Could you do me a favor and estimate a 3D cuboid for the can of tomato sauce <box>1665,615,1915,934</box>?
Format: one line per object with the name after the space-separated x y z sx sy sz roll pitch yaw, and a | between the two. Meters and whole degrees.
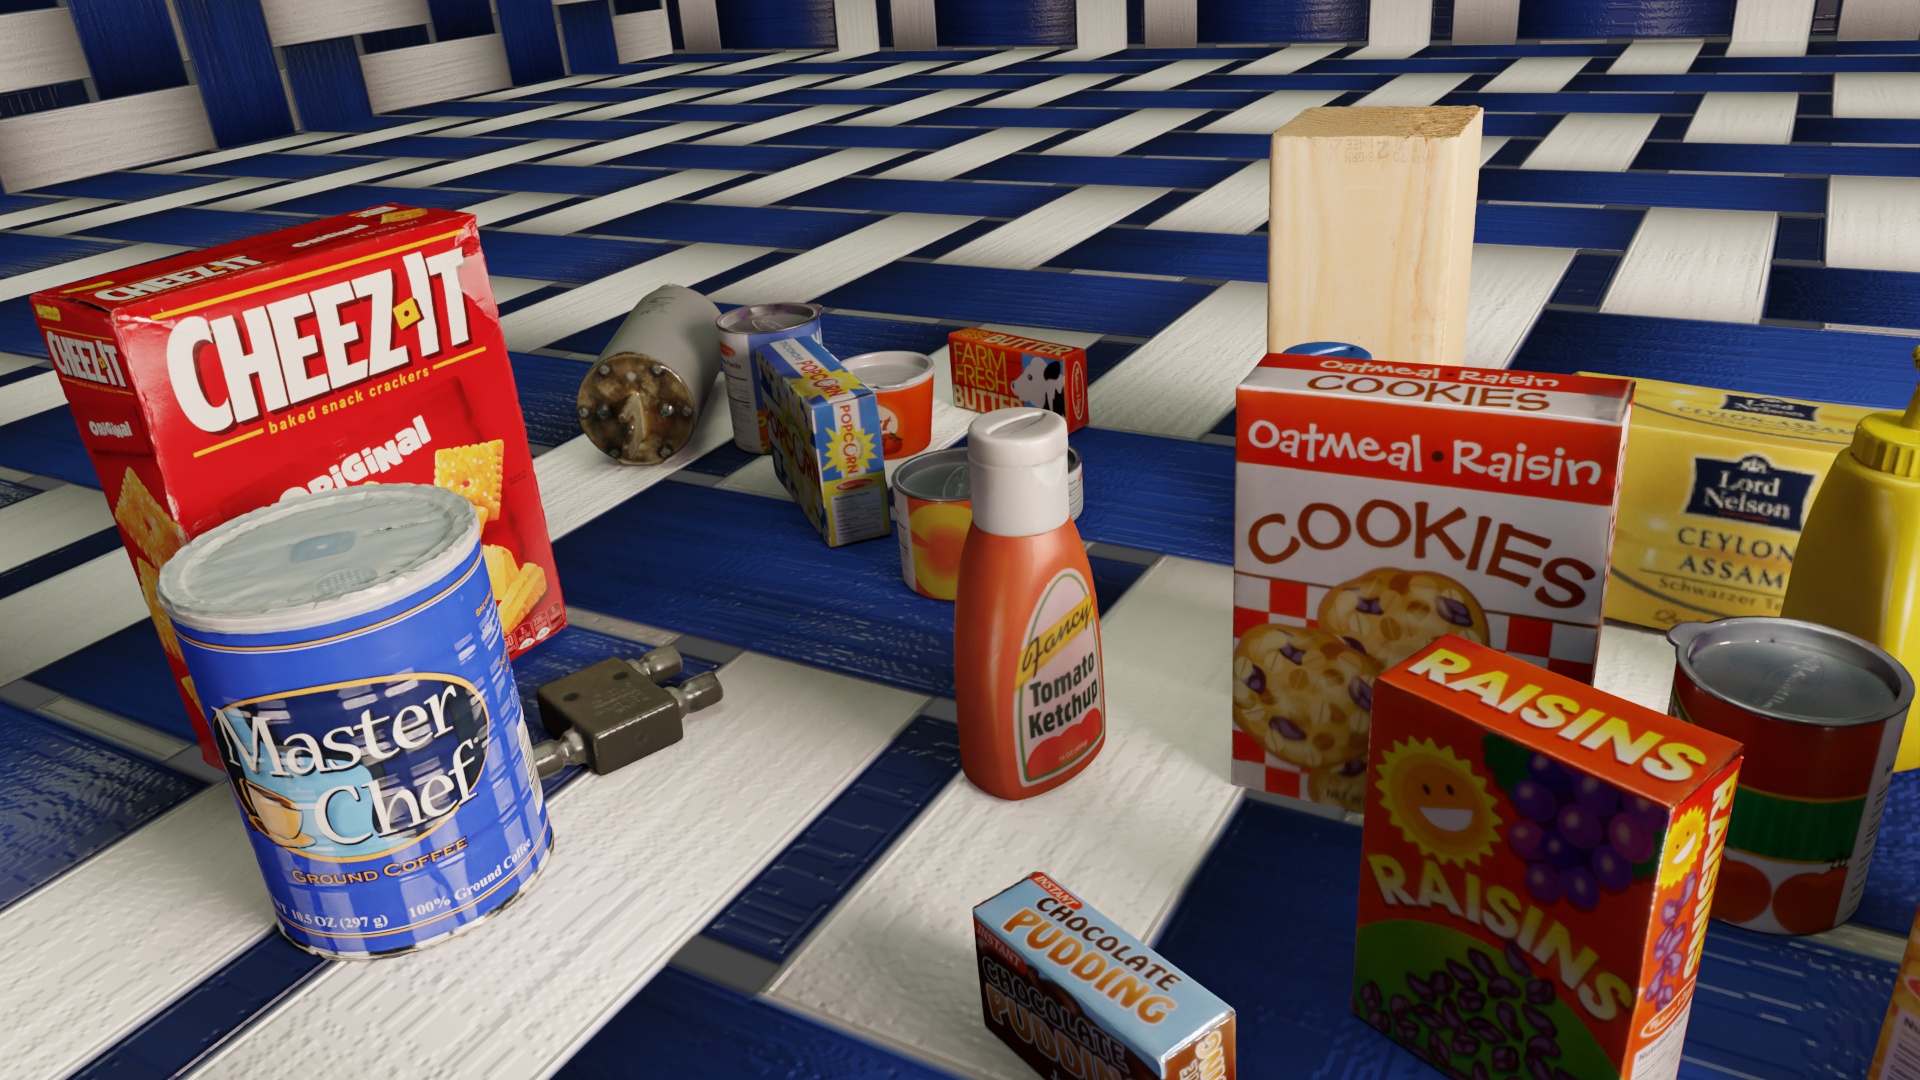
0.266 0.076 0.460 0.071 0.082 0.071 -4 25 2 | can of tomato sauce

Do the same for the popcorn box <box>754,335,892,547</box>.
-0.080 -0.060 0.800 0.038 0.084 0.127 -13 27 -18 | popcorn box

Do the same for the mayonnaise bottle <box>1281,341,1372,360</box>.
0.149 -0.007 0.578 0.065 0.147 0.041 -17 28 -25 | mayonnaise bottle

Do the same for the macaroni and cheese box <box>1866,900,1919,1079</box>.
0.295 0.079 0.354 0.124 0.165 0.040 -19 29 -27 | macaroni and cheese box

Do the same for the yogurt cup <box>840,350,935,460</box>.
-0.048 -0.085 0.883 0.072 0.053 0.073 -4 25 2 | yogurt cup

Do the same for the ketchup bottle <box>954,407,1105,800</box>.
0.025 0.024 0.534 0.065 0.148 0.043 -26 32 -37 | ketchup bottle

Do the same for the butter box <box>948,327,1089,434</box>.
0.037 -0.107 0.914 0.103 0.053 0.024 19 34 40 | butter box

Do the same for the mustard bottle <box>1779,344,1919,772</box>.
0.341 0.006 0.506 0.049 0.159 0.065 -8 25 -7 | mustard bottle

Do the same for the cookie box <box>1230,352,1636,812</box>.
0.162 0.021 0.495 0.123 0.166 0.040 9 28 26 | cookie box

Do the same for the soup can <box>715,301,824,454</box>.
-0.118 -0.107 0.905 0.071 0.083 0.071 -4 25 2 | soup can

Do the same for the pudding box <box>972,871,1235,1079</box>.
0.041 0.139 0.405 0.030 0.049 0.084 -21 30 -31 | pudding box

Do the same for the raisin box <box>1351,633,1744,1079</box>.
0.158 0.098 0.387 0.040 0.122 0.086 -22 30 -33 | raisin box

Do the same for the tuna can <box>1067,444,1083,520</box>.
0.033 -0.031 0.780 0.071 0.032 0.071 -4 26 2 | tuna can

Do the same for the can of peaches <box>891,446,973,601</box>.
0.003 -0.009 0.710 0.071 0.057 0.071 -4 25 2 | can of peaches
